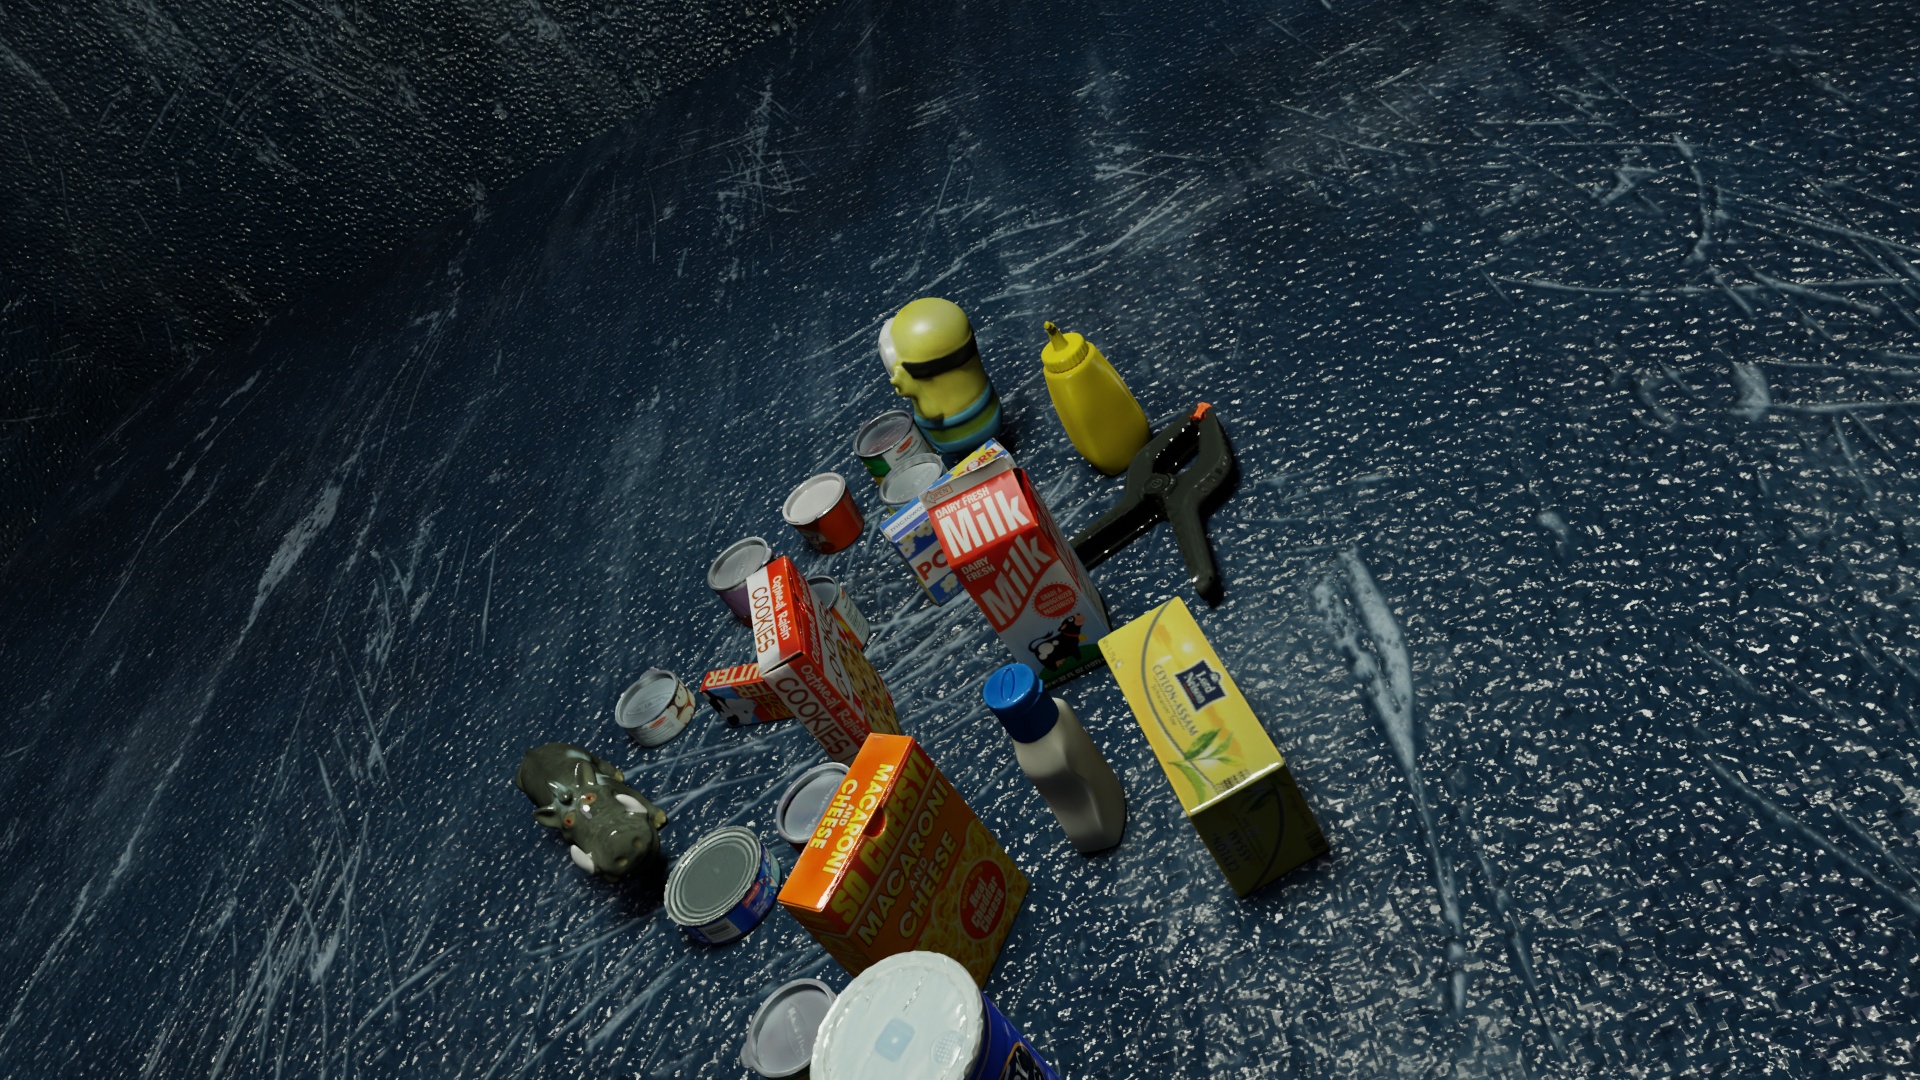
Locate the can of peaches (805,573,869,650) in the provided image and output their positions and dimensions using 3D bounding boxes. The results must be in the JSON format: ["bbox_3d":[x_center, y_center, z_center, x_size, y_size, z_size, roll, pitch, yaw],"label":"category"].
[{"bbox_3d":[-0.123,0.073,1.214,0.071,0.058,0.071,-21,37,17],"label":"can of peaches"}]

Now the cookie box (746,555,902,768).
[{"bbox_3d":[-0.098,0.107,1.059,0.040,0.167,0.123,-30,35,6],"label":"cookie box"}]

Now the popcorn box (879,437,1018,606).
[{"bbox_3d":[0.004,-0.015,1.196,0.127,0.085,0.038,-38,35,-7],"label":"popcorn box"}]

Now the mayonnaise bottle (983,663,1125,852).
[{"bbox_3d":[0.063,0.140,0.910,0.041,0.147,0.065,-18,38,21],"label":"mayonnaise bottle"}]

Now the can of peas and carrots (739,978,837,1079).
[{"bbox_3d":[-0.096,0.327,0.889,0.071,0.058,0.071,-21,37,17],"label":"can of peas and carrots"}]

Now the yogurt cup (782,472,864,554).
[{"bbox_3d":[-0.129,-0.024,1.339,0.072,0.053,0.073,-21,37,17],"label":"yogurt cup"}]

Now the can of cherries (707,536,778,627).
[{"bbox_3d":[-0.193,0.040,1.309,0.071,0.058,0.072,-21,37,17],"label":"can of cherries"}]

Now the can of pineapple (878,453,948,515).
[{"bbox_3d":[-0.032,-0.036,1.274,0.071,0.057,0.071,-21,37,17],"label":"can of pineapple"}]

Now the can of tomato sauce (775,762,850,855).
[{"bbox_3d":[-0.081,0.211,0.995,0.071,0.082,0.071,-21,37,17],"label":"can of tomato sauce"}]

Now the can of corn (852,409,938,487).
[{"bbox_3d":[-0.064,-0.086,1.358,0.071,0.058,0.071,-21,37,17],"label":"can of corn"}]

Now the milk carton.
[{"bbox_3d":[0.044,0.019,1.033,0.072,0.190,0.074,-26,36,11],"label":"milk carton"}]

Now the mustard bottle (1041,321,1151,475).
[{"bbox_3d":[0.108,-0.129,1.185,0.065,0.159,0.049,-39,35,-7],"label":"mustard bottle"}]

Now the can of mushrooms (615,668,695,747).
[{"bbox_3d":[-0.276,0.151,1.263,0.071,0.033,0.071,-21,37,17],"label":"can of mushrooms"}]

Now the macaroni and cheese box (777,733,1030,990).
[{"bbox_3d":[-0.029,0.220,0.871,0.040,0.166,0.124,-1,46,38],"label":"macaroni and cheese box"}]

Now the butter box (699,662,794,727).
[{"bbox_3d":[-0.166,0.129,1.185,0.103,0.053,0.024,-13,40,27],"label":"butter box"}]
